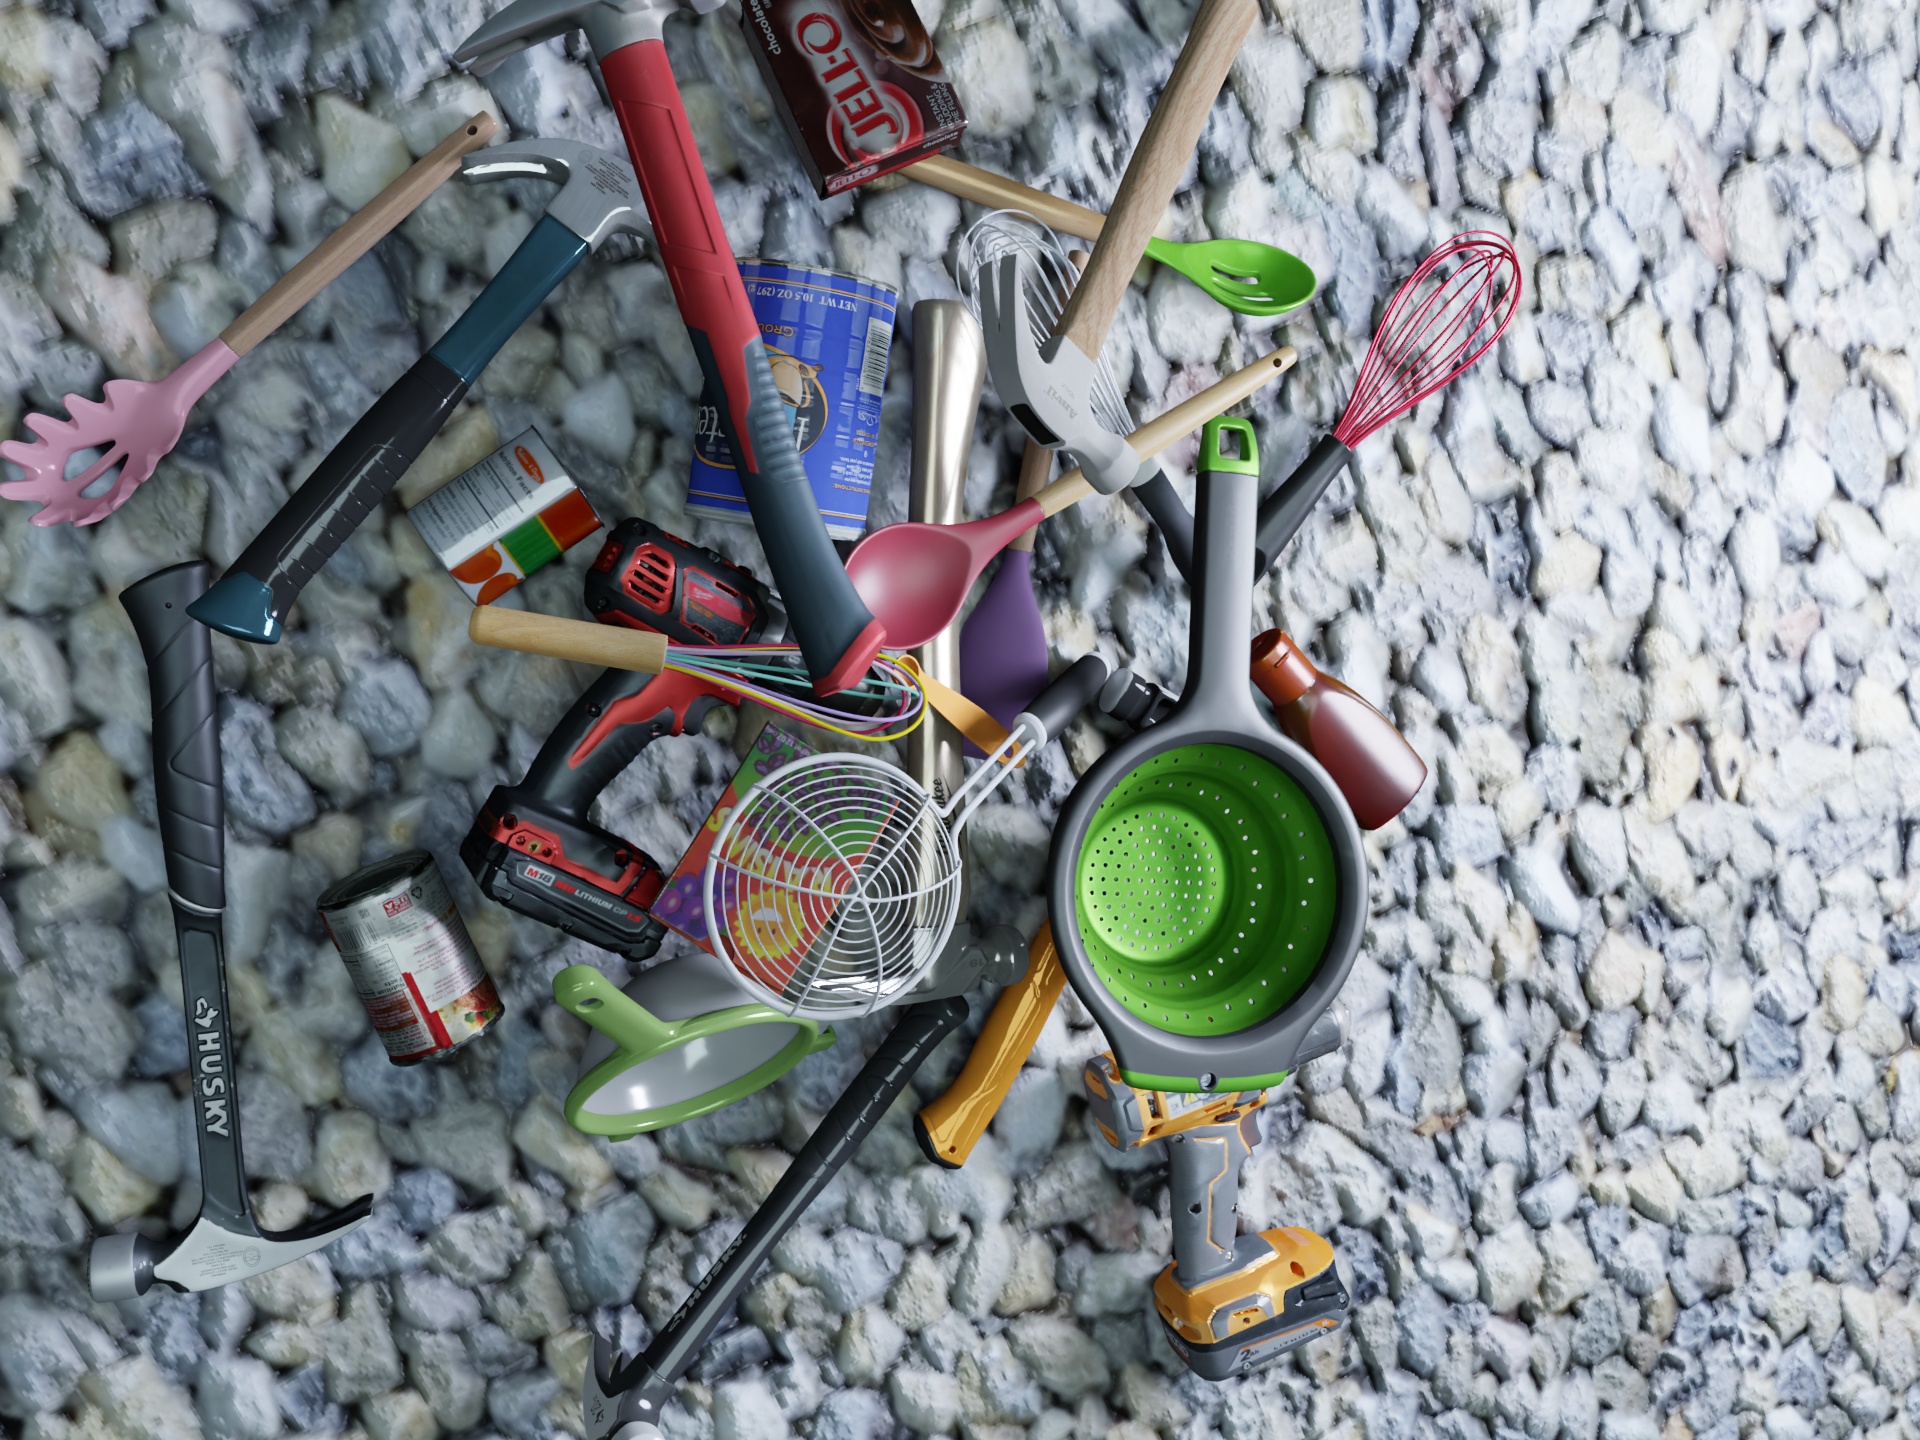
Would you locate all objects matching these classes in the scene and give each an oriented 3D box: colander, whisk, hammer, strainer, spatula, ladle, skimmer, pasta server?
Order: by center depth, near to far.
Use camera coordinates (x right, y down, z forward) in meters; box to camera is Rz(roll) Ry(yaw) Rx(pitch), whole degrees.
[{"bbox_3d":[-0.136,-0.194,0.817,0.143,0.038,0.386,-18,91,10],"label":"hammer"},{"bbox_3d":[-0.364,-0.215,0.832,0.316,0.040,0.060,-44,97,-7],"label":"pasta server"},{"bbox_3d":[-0.277,-0.172,0.834,0.128,0.033,0.331,37,76,-8],"label":"hammer"},{"bbox_3d":[-0.136,-0.028,0.847,0.245,0.051,0.047,10,93,-11],"label":"whisk"},{"bbox_3d":[-0.008,0.035,0.869,0.090,0.363,0.127,-20,101,29],"label":"skimmer"},{"bbox_3d":[-0.413,0.117,0.874,0.149,0.036,0.409,-3,100,-18],"label":"hammer"},{"bbox_3d":[-0.172,0.157,0.878,0.151,0.256,0.069,-25,63,-1],"label":"strainer"},{"bbox_3d":[0.101,-0.298,0.904,0.130,0.031,0.331,38,65,-33],"label":"hammer"},{"bbox_3d":[0.065,-0.136,0.910,0.315,0.031,0.069,-32,102,-11],"label":"ladle"},{"bbox_3d":[-0.023,-0.039,0.936,0.146,0.038,0.410,-2,93,-38],"label":"hammer"},{"bbox_3d":[0.088,-0.177,0.950,0.070,0.070,0.284,-41,114,-7],"label":"whisk"},{"bbox_3d":[-0.107,0.291,0.965,0.035,0.146,0.335,44,74,-15],"label":"hammer"},{"bbox_3d":[0.139,0.019,0.966,0.204,0.094,0.397,4,87,-17],"label":"colander"},{"bbox_3d":[0.043,-0.130,0.979,0.060,0.018,0.316,11,96,-1],"label":"spatula"},{"bbox_3d":[0.255,-0.191,1.017,0.073,0.073,0.296,38,93,-19],"label":"whisk"},{"bbox_3d":[0.073,0.140,1.026,0.127,0.034,0.337,30,90,-18],"label":"hammer"}]

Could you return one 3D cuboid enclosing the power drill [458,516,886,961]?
[{"bbox_3d":[-0.162,0.020,0.914,0.187,0.080,0.227,29,86,-26],"label":"power drill"}]

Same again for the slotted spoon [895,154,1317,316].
[{"bbox_3d":[0.068,-0.300,0.951,0.313,0.031,0.070,15,50,-15],"label":"slotted spoon"}]

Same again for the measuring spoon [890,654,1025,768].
[{"bbox_3d":[-0.001,-0.003,0.927,0.116,0.011,0.021,37,63,-35],"label":"measuring spoon"}]

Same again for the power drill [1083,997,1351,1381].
[{"bbox_3d":[0.195,0.301,1.069,0.185,0.084,0.226,-18,99,-15],"label":"power drill"}]
